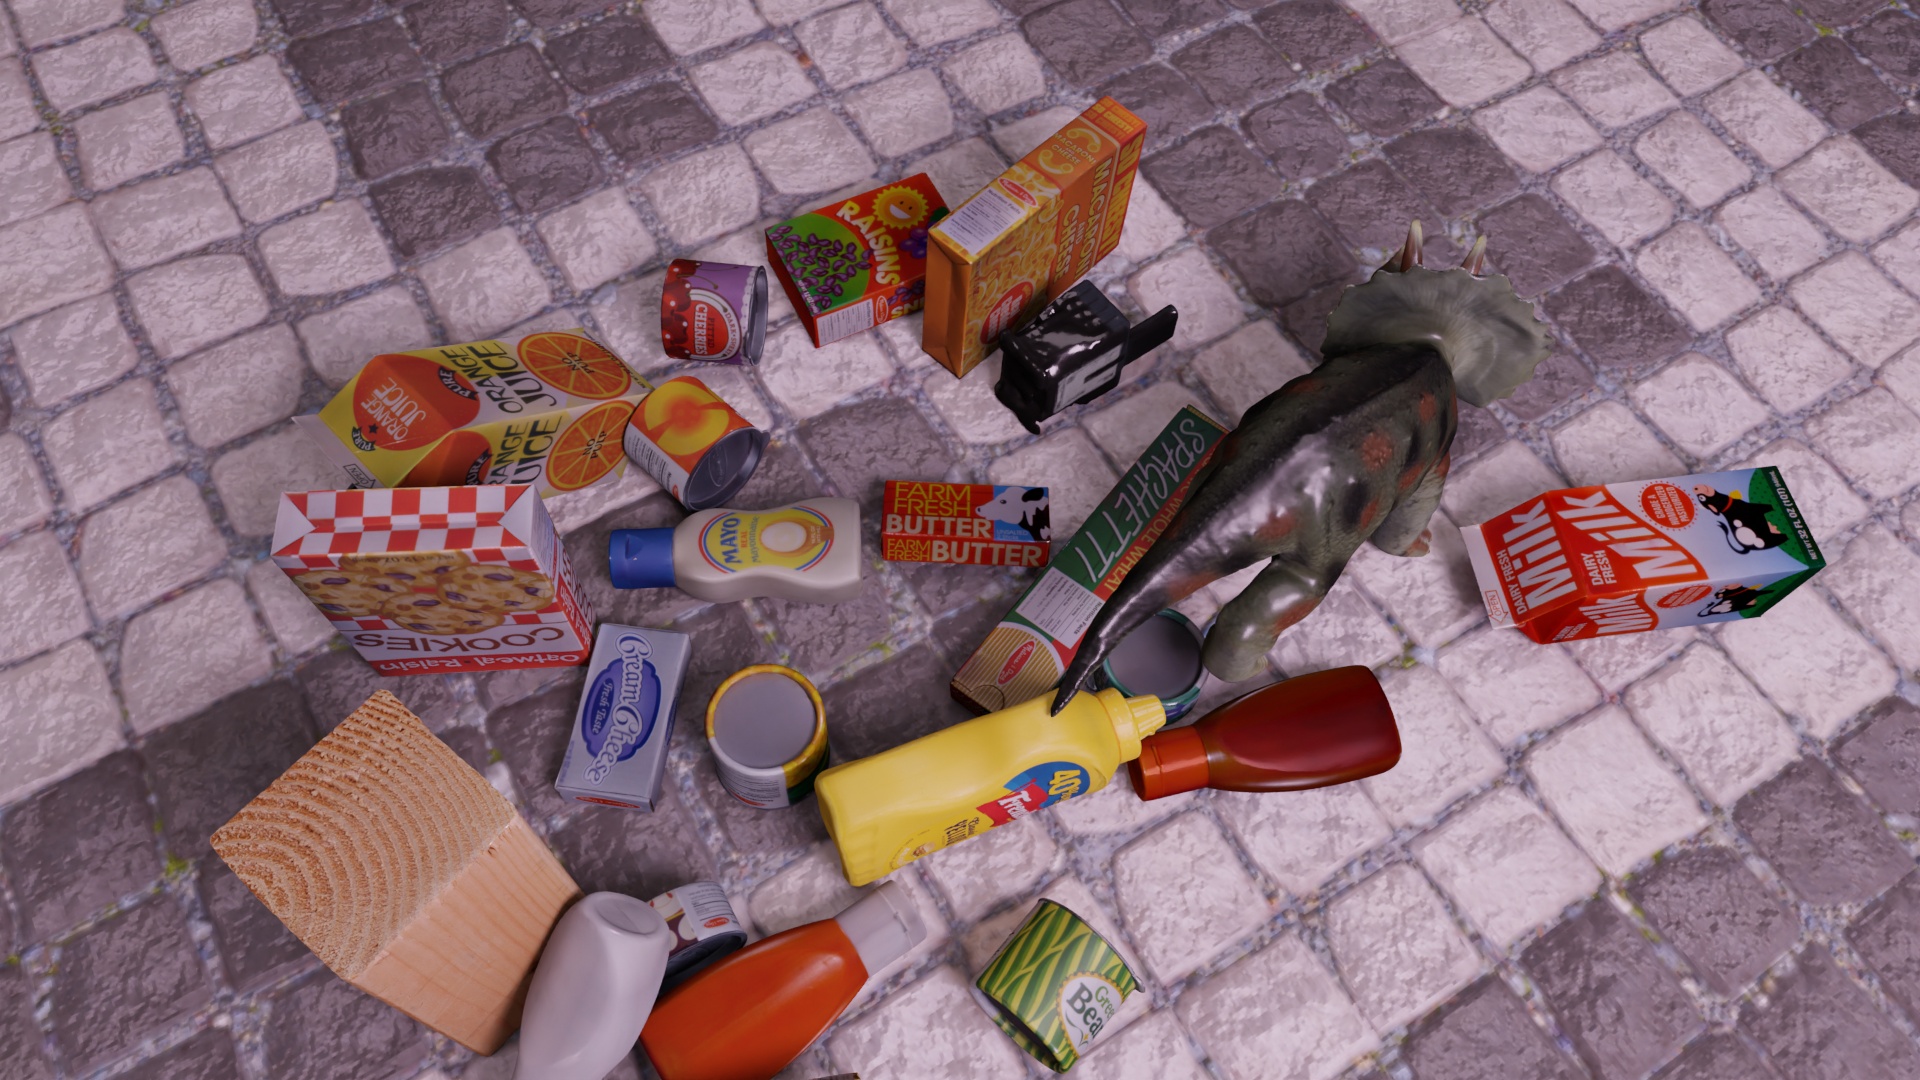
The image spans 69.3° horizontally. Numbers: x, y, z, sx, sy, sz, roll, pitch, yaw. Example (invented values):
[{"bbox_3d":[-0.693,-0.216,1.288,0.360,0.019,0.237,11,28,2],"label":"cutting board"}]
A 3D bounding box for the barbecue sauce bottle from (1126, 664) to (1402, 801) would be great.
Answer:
[{"bbox_3d":[0.170,0.115,0.790,0.149,0.043,0.065,-11,62,-8],"label":"barbecue sauce bottle"}]

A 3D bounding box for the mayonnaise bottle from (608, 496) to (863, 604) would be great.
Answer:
[{"bbox_3d":[-0.134,0.008,0.835,0.148,0.041,0.065,-3,63,-5],"label":"mayonnaise bottle"}]

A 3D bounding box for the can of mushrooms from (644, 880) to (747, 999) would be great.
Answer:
[{"bbox_3d":[-0.148,0.206,0.711,0.071,0.070,0.033,-26,66,-16],"label":"can of mushrooms"}]

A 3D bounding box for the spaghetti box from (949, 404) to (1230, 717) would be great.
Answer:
[{"bbox_3d":[0.089,0.015,0.849,0.050,0.028,0.251,35,65,15],"label":"spaghetti box"}]

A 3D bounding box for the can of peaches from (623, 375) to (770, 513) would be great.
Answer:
[{"bbox_3d":[-0.163,-0.061,0.858,0.058,0.071,0.071,39,66,18],"label":"can of peaches"}]

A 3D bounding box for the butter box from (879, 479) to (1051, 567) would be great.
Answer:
[{"bbox_3d":[0.003,-0.011,0.854,0.103,0.024,0.053,2,42,-2],"label":"butter box"}]

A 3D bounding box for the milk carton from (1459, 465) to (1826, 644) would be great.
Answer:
[{"bbox_3d":[0.403,0.012,0.842,0.191,0.073,0.072,-6,62,-6],"label":"milk carton"}]

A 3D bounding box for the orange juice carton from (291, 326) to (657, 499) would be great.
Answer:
[{"bbox_3d":[-0.276,-0.065,0.798,0.072,0.072,0.193,41,32,18],"label":"orange juice carton"}]

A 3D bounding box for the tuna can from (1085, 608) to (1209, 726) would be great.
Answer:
[{"bbox_3d":[0.110,0.073,0.816,0.071,0.032,0.071,2,61,-3],"label":"tuna can"}]

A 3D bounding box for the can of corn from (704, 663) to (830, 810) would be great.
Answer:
[{"bbox_3d":[-0.106,0.107,0.772,0.071,0.058,0.071,1,61,-2],"label":"can of corn"}]

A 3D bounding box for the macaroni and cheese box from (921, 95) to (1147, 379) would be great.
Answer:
[{"bbox_3d":[0.046,-0.199,0.912,0.040,0.123,0.167,40,66,16],"label":"macaroni and cheese box"}]

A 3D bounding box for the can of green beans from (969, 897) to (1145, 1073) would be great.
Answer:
[{"bbox_3d":[0.047,0.227,0.708,0.071,0.071,0.058,38,67,17],"label":"can of green beans"}]

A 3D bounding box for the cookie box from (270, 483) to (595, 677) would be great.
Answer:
[{"bbox_3d":[-0.274,0.025,0.748,0.123,0.166,0.040,-2,64,-4],"label":"cookie box"}]

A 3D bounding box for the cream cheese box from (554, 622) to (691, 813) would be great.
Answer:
[{"bbox_3d":[-0.190,0.099,0.791,0.053,0.024,0.104,7,61,1],"label":"cream cheese box"}]

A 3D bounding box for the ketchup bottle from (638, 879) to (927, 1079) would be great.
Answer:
[{"bbox_3d":[-0.088,0.229,0.710,0.149,0.043,0.064,-30,90,-18],"label":"ketchup bottle"}]

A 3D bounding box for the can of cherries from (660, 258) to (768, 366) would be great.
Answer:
[{"bbox_3d":[-0.160,-0.148,0.905,0.058,0.071,0.072,6,61,1],"label":"can of cherries"}]

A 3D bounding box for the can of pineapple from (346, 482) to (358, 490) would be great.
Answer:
[{"bbox_3d":[-0.326,-0.006,0.824,0.071,0.057,0.071,1,61,-2],"label":"can of pineapple"}]

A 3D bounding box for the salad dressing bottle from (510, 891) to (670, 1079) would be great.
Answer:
[{"bbox_3d":[-0.188,0.243,0.663,0.064,0.044,0.147,30,98,39],"label":"salad dressing bottle"}]

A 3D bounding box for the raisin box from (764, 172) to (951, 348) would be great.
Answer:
[{"bbox_3d":[-0.060,-0.193,0.952,0.124,0.040,0.086,-23,64,-14],"label":"raisin box"}]

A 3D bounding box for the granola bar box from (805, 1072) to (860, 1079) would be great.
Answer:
[{"bbox_3d":[-0.097,0.339,0.633,0.124,0.039,0.166,-6,75,-8],"label":"granola bar box"}]
